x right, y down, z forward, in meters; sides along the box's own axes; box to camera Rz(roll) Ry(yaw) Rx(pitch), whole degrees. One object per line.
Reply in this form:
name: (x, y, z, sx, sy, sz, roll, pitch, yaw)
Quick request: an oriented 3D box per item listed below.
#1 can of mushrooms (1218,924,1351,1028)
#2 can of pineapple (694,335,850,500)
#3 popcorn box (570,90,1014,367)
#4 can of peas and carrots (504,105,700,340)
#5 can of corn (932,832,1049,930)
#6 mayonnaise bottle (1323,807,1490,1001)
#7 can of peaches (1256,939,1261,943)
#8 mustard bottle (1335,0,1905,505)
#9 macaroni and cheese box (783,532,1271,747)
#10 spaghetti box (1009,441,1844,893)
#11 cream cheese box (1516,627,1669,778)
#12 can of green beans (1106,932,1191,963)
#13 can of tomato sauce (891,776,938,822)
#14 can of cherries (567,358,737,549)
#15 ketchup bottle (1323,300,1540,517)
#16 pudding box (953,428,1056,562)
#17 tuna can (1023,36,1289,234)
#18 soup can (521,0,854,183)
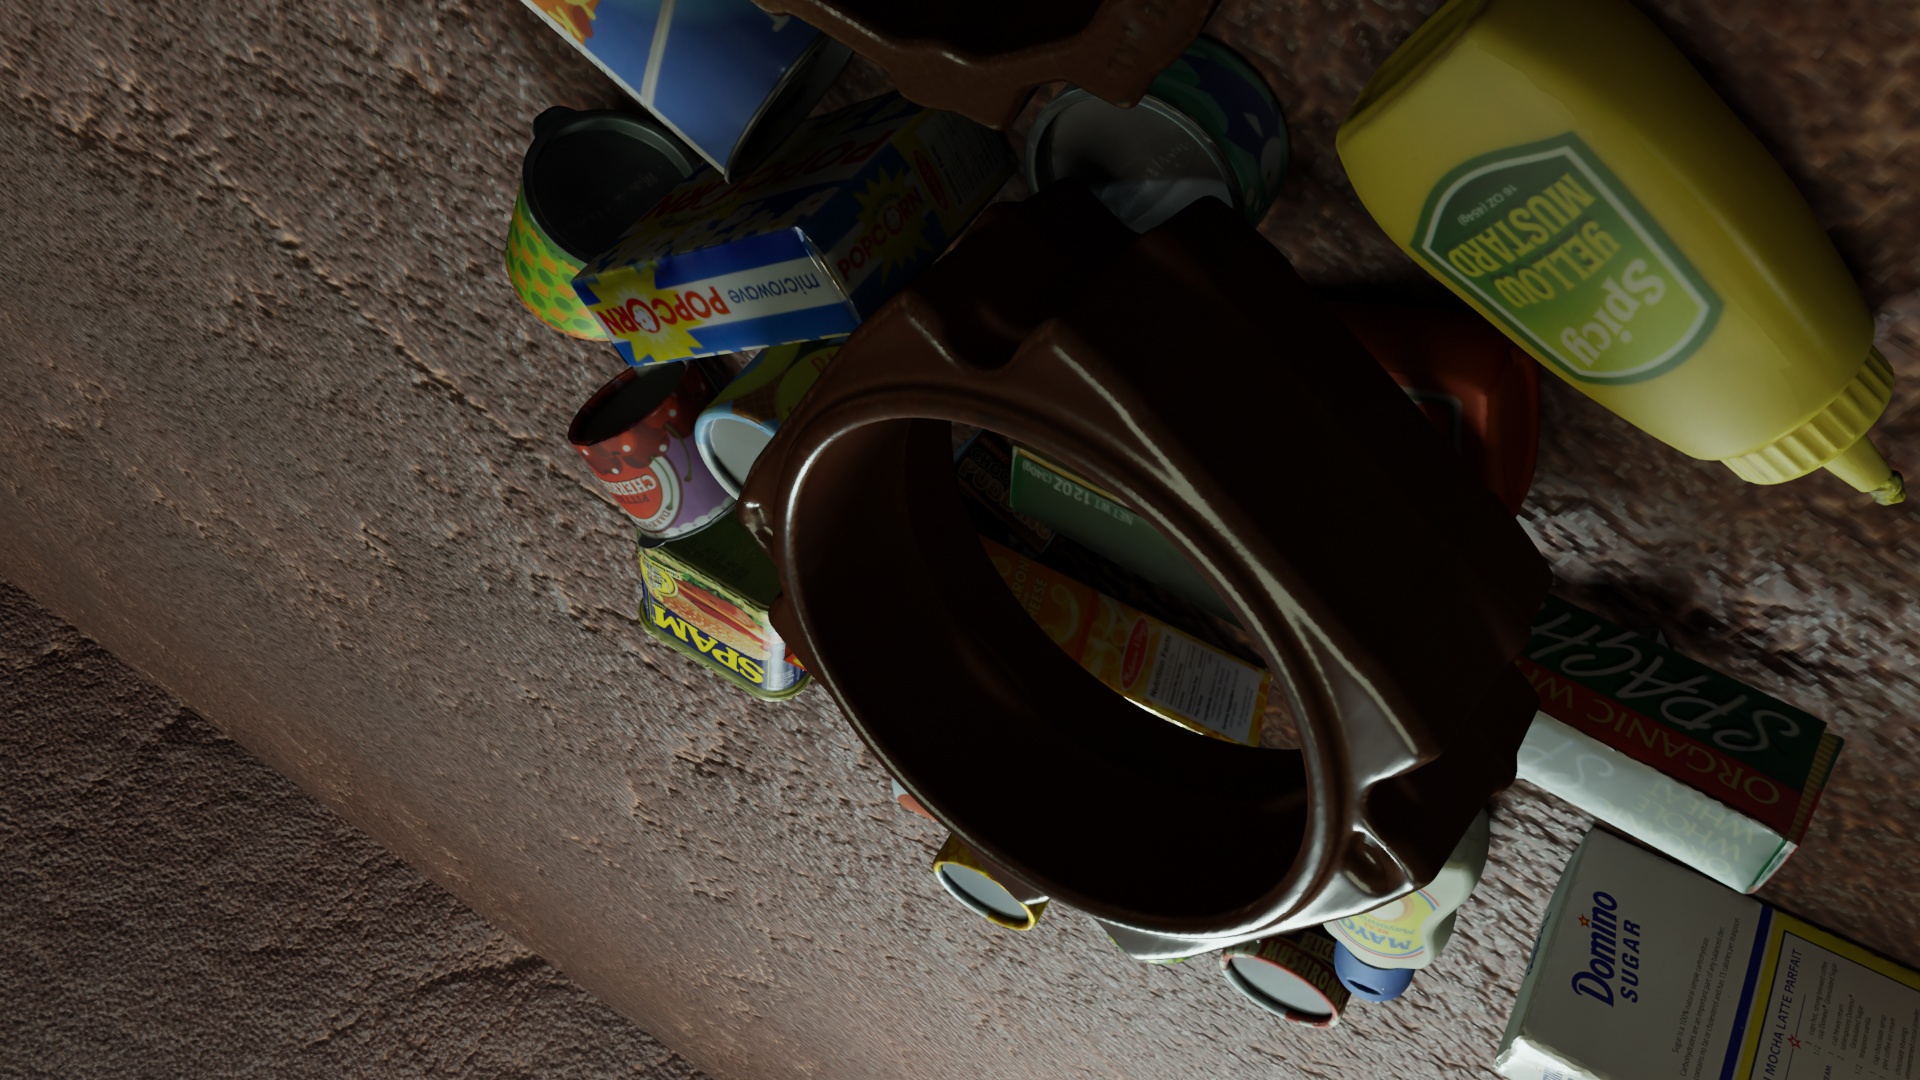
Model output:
can of mushrooms: (0.169, 0.215, 0.706, 0.071, 0.033, 0.070, 26, 149, 18)
can of pineapple: (-0.061, -0.046, 0.550, 0.071, 0.058, 0.070, 25, 148, 17)
popcorn box: (-0.056, -0.099, 0.442, 0.126, 0.085, 0.038, 1, 134, 45)
can of peas and carrots: (-0.134, -0.117, 0.516, 0.071, 0.071, 0.058, 40, 150, -7)
can of corn: (0.028, 0.171, 0.762, 0.071, 0.058, 0.070, 25, 149, 17)
mayonnaise bottle: (0.183, 0.152, 0.594, 0.065, 0.041, 0.147, 19, 145, 24)
can of peaches: (0.117, 0.133, 0.608, 0.058, 0.071, 0.071, 25, 148, 19)
mustard bottle: (0.161, -0.058, 0.315, 0.160, 0.049, 0.065, 40, 151, -6)
macaroni and cheese box: (0.023, 0.053, 0.576, 0.166, 0.040, 0.123, 25, 153, -15)
spaghetti box: (0.129, 0.020, 0.427, 0.250, 0.050, 0.028, 29, 139, 24)
cream cheese box: (0.190, 0.056, 0.470, 0.103, 0.024, 0.053, -6, 128, 49)
can of green beans: (0.095, 0.163, 0.674, 0.071, 0.071, 0.057, 16, 145, 30)
can of tomato sauce: (0.018, 0.118, 0.689, 0.083, 0.071, 0.071, 18, 145, 30)
can of cherries: (-0.131, -0.041, 0.614, 0.071, 0.072, 0.058, 4, 137, 42)
ketchup bottle: (0.091, -0.043, 0.414, 0.149, 0.044, 0.064, 13, 143, 35)
pudding box: (0.002, -0.007, 0.567, 0.049, 0.030, 0.083, 42, 149, -9)
tuna can: (0.055, -0.101, 0.379, 0.071, 0.033, 0.070, 26, 148, 17)
soup can: (-0.076, -0.159, 0.402, 0.084, 0.072, 0.071, 40, 149, -7)
